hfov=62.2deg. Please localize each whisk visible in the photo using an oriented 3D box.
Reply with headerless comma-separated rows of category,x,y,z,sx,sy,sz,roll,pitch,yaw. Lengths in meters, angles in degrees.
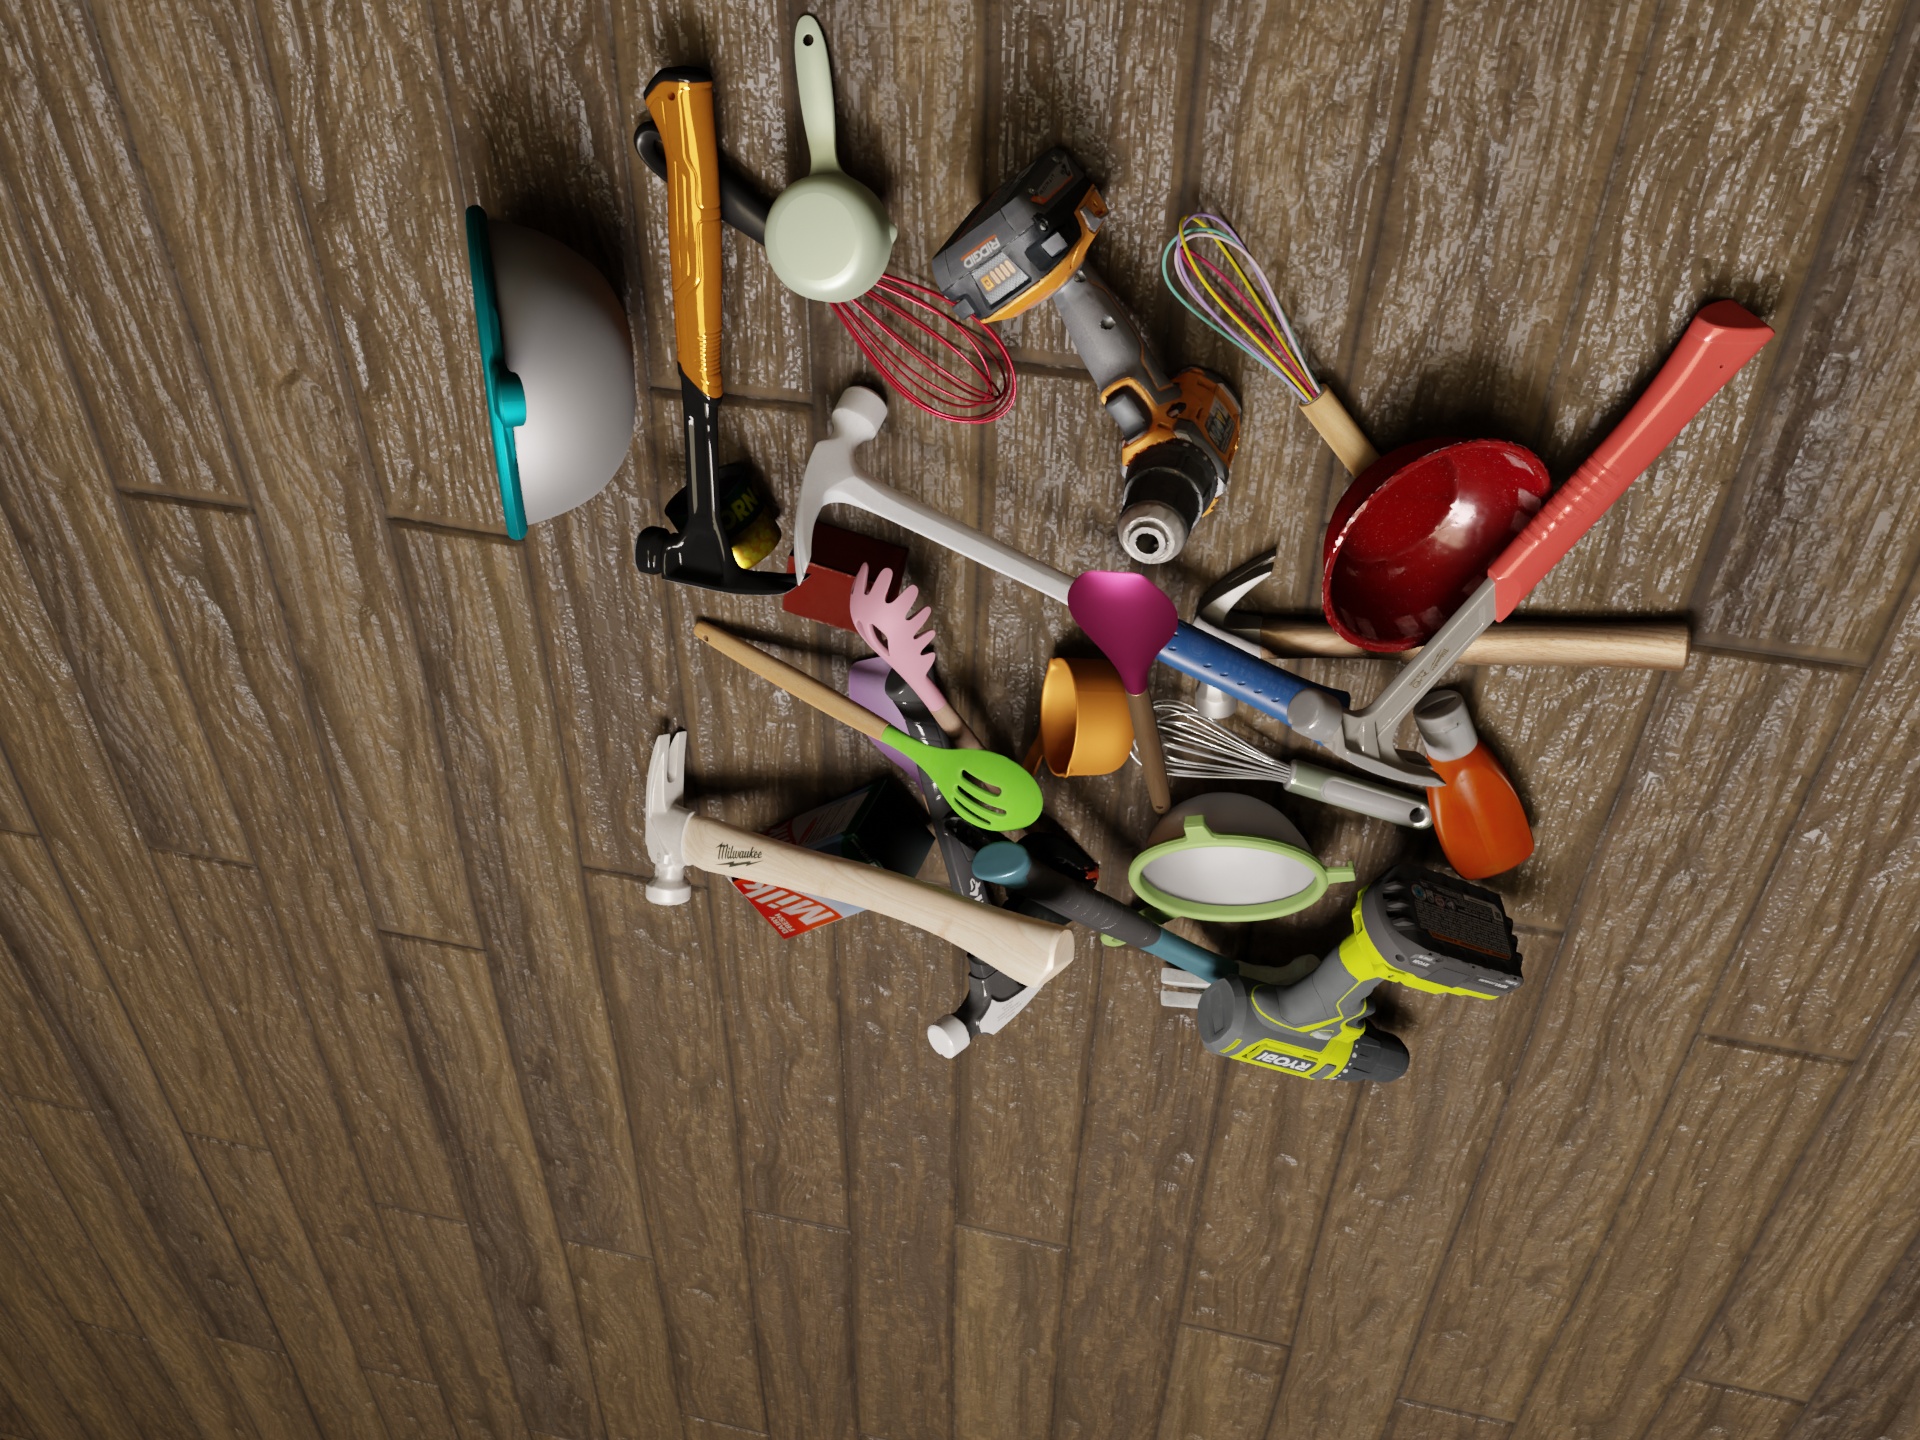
whisk,-0.086,-0.290,1.023,0.296,0.073,0.073,36,129,-4
whisk,0.240,0.038,1.194,0.246,0.059,0.058,17,103,-2
whisk,0.208,-0.217,0.998,0.051,0.047,0.244,-39,115,12

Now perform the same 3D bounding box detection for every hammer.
hammer,0.002,0.099,1.281,0.035,0.146,0.334,14,125,47
hammer,-0.092,0.115,1.235,0.411,0.038,0.146,12,105,34
hammer,0.140,0.165,1.257,0.330,0.033,0.128,29,142,-35
hammer,0.367,-0.103,1.000,0.149,0.037,0.359,19,121,-35
hammer,0.325,-0.057,1.101,0.331,0.031,0.130,1,128,15
hammer,-0.163,-0.242,1.030,0.127,0.034,0.336,13,120,20
hammer,0.077,-0.081,1.083,0.405,0.144,0.035,25,156,-5

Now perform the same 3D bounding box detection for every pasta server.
pasta server,-0.002,-0.004,1.195,0.060,0.040,0.315,18,157,38

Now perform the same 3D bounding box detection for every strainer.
strainer,0.184,0.117,1.270,0.151,0.069,0.256,17,151,-20
strainer,-0.243,-0.211,0.976,0.095,0.341,0.211,-8,107,-15

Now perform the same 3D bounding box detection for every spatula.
spatula,-0.019,0.077,1.317,0.060,0.018,0.315,-12,122,20

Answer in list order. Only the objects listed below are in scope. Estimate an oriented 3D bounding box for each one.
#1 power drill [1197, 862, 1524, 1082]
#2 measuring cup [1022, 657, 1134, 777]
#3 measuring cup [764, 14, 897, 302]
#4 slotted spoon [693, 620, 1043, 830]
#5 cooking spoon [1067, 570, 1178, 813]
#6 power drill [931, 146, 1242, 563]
power drill,0.322,0.212,1.234,0.190,0.080,0.228,18,137,-22
measuring cup,0.087,0.015,1.211,0.052,0.095,0.173,-1,155,-13
measuring cup,-0.087,-0.338,0.961,0.083,0.038,0.167,-2,106,14
slotted spoon,-0.078,-0.001,1.208,0.314,0.031,0.070,29,129,18
cooking spoon,0.122,-0.010,1.077,0.069,0.017,0.318,5,153,16
power drill,0.083,-0.210,0.953,0.084,0.185,0.226,-28,113,34
